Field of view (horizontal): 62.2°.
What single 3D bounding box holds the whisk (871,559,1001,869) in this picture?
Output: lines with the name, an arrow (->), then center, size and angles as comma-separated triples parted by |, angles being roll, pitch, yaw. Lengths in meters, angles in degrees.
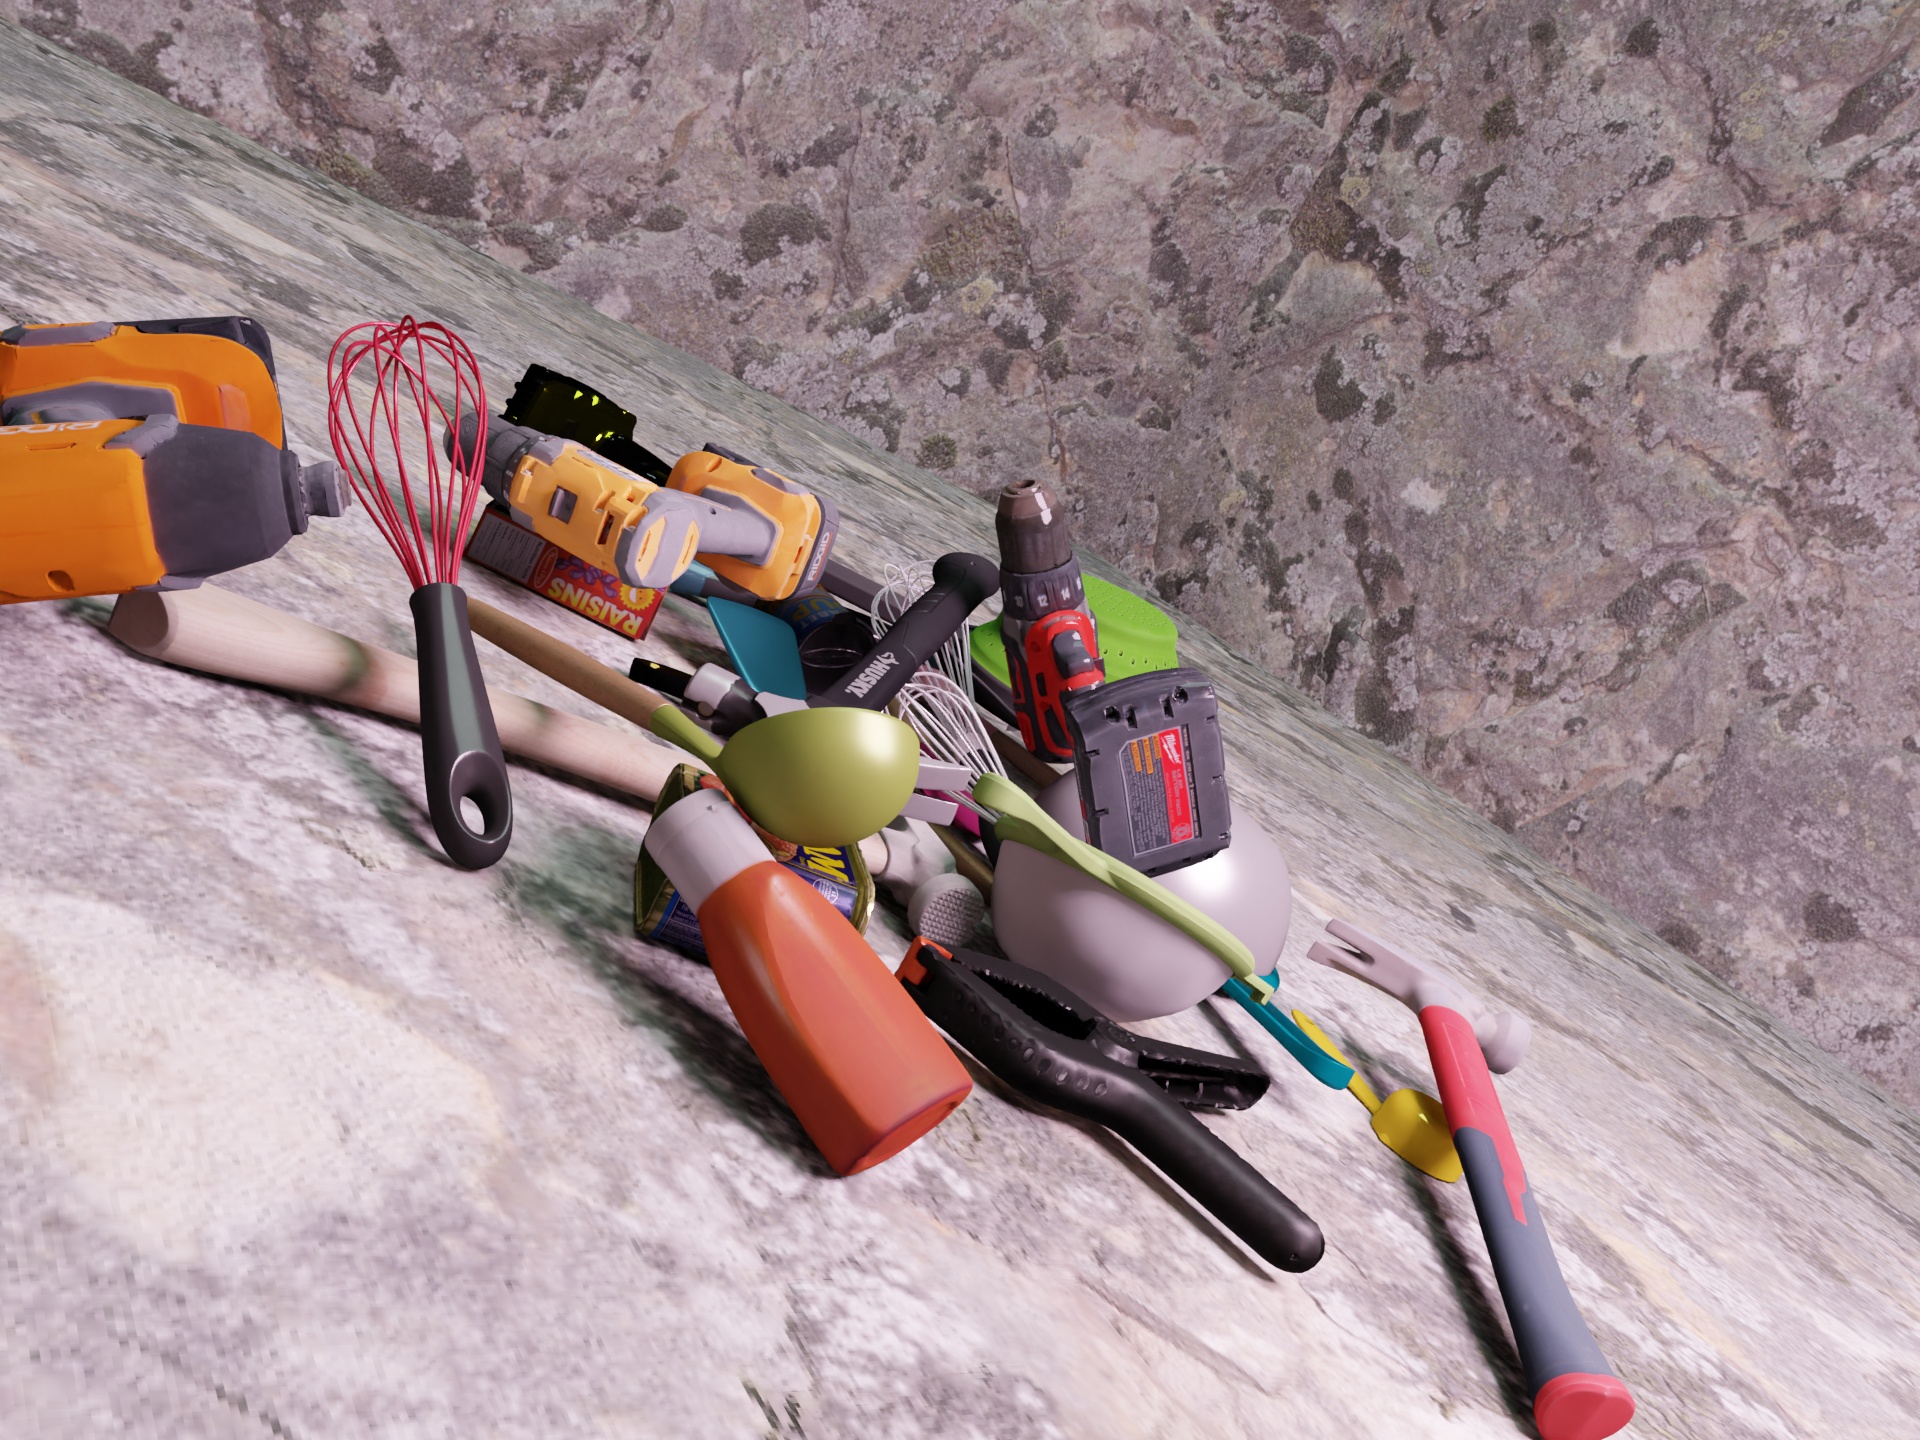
whisk -> -0.003, -0.003, 1.044 | 0.070, 0.070, 0.285 | 20, 36, -39

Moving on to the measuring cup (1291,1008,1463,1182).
measuring cup -> 0.248, 0.212, 0.949 | 0.062, 0.029, 0.157 | 22, 17, -33

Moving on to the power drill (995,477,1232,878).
power drill -> 0.075, -0.029, 0.938 | 0.080, 0.187, 0.227 | -16, 28, -8

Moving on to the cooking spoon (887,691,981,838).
cooking spoon -> -0.032, 0.014, 1.138 | 0.068, 0.017, 0.319 | 34, 10, -22

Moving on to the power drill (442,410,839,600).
power drill -> -0.206, -0.143, 1.035 | 0.185, 0.084, 0.226 | 28, 15, 23

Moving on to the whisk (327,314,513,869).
whisk -> -0.225, -0.067, 0.680 | 0.073, 0.073, 0.296 | 18, 44, -47

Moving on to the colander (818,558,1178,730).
colander -> 0.023, -0.086, 1.193 | 0.397, 0.094, 0.204 | 28, 19, 12

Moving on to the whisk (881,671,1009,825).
whisk -> 0.034, 0.064, 0.938 | 0.246, 0.058, 0.059 | 49, -7, 17

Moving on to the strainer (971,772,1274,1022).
strainer -> 0.049, 0.095, 0.766 | 0.152, 0.069, 0.256 | 26, -9, 30

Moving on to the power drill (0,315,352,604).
power drill -> -0.330, -0.107, 0.643 | 0.164, 0.084, 0.227 | -7, 24, -16

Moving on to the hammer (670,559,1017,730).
hammer -> -0.064, -0.066, 1.242 | 0.331, 0.033, 0.128 | 17, 24, -16

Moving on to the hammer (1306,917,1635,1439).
hammer -> 0.261, 0.220, 0.825 | 0.143, 0.038, 0.386 | 30, 18, -1

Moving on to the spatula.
spatula -> -0.055, 0.024, 0.976 | 0.318, 0.044, 0.082 | 40, 14, 36

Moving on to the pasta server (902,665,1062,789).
pasta server -> 0.048, 0.022, 1.252 | 0.316, 0.040, 0.060 | 38, 29, 28

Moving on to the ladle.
ladle -> -0.141, -0.020, 0.702 | 0.320, 0.062, 0.078 | 24, -2, 41

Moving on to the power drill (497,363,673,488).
power drill -> -0.262, -0.199, 1.286 | 0.223, 0.080, 0.171 | 32, 7, 20

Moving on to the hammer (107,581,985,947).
hammer -> -0.179, 0.010, 0.753 | 0.410, 0.038, 0.146 | 22, 12, -32

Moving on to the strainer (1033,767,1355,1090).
strainer -> 0.161, 0.104, 0.989 | 0.210, 0.095, 0.341 | 26, 8, -27

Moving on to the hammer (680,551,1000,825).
hammer -> -0.029, -0.038, 0.932 | 0.146, 0.035, 0.335 | 25, 26, 6
